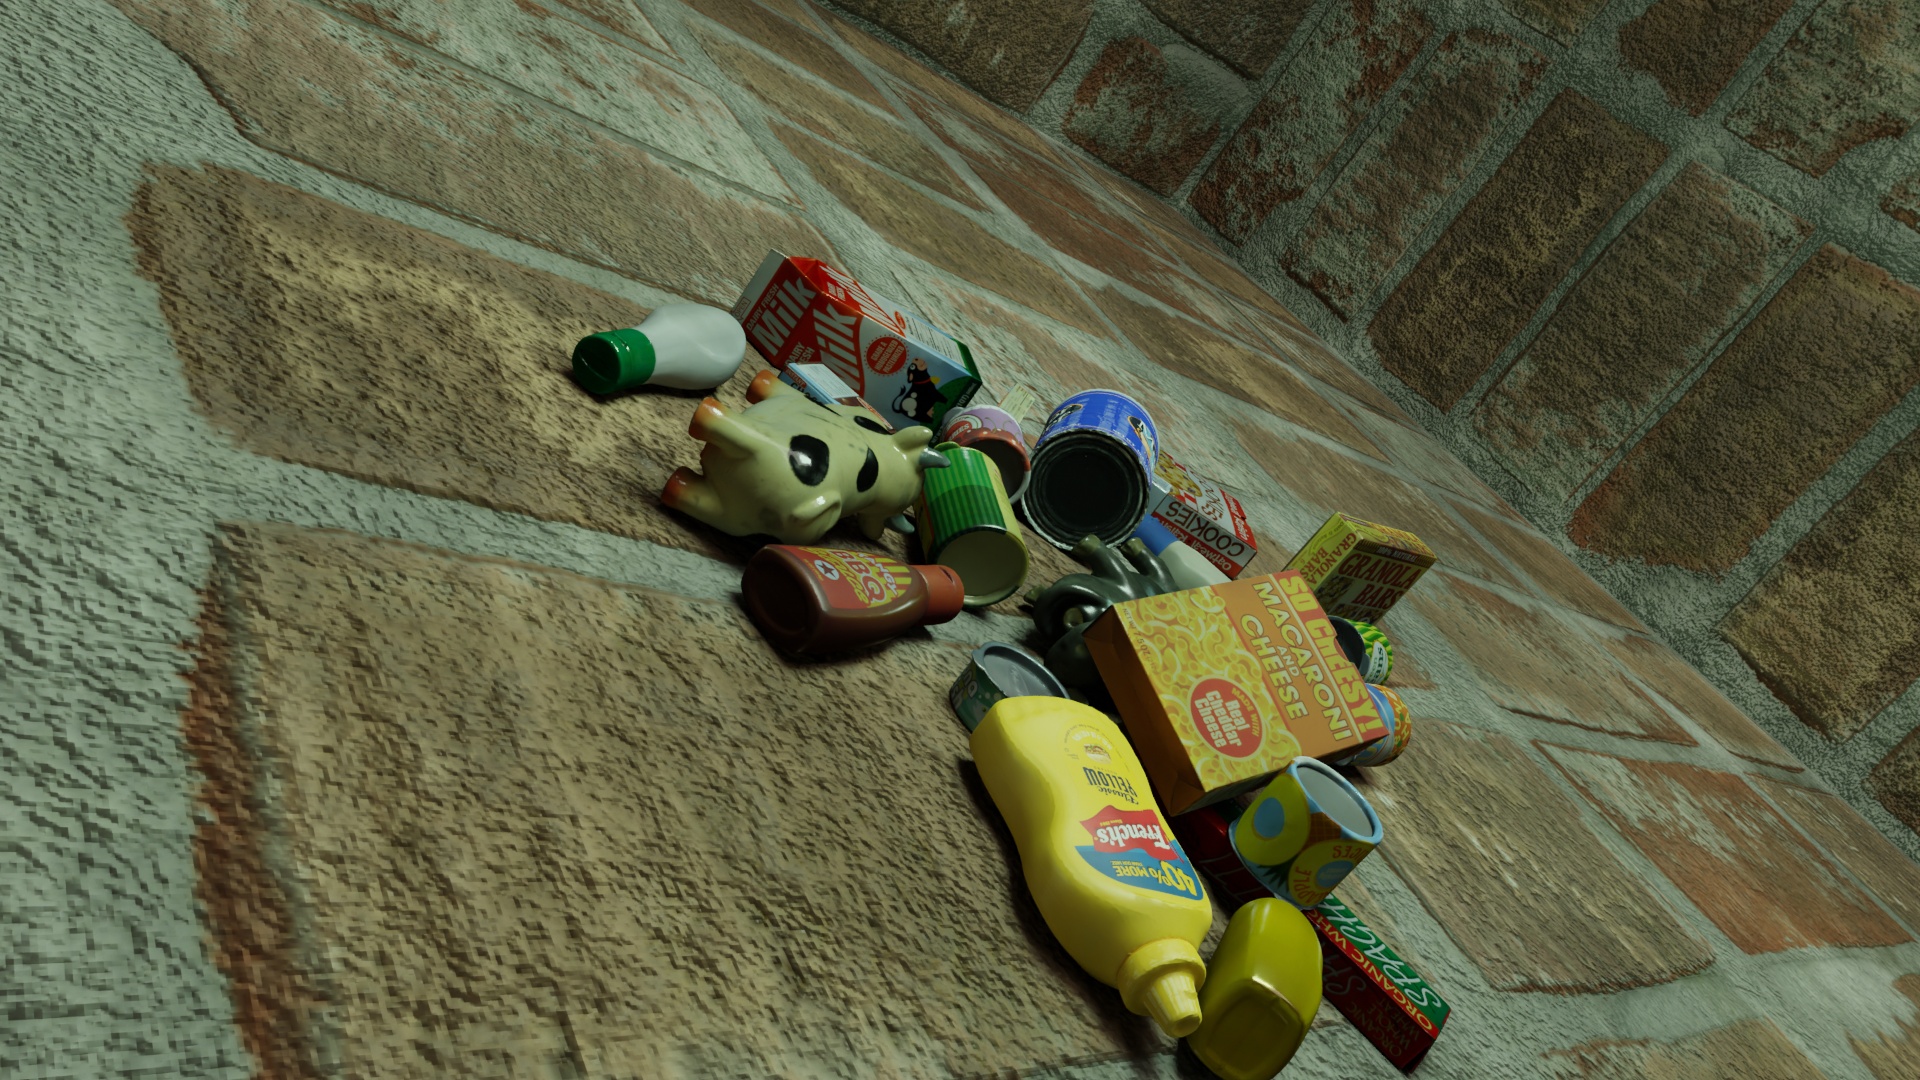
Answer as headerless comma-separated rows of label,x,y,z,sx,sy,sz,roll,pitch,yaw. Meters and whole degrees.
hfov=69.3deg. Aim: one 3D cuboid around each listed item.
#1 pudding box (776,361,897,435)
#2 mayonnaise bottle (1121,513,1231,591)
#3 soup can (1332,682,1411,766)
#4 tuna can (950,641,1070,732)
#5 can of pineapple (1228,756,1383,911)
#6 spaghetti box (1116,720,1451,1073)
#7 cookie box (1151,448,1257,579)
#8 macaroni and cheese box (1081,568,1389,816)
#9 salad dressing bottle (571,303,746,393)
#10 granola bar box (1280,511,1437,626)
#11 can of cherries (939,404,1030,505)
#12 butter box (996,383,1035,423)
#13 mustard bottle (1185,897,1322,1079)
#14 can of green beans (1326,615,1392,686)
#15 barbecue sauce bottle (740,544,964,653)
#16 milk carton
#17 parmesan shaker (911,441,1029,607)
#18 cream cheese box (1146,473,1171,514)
pudding box,-0.092,-0.094,1.007,0.084,0.030,0.050,42,21,13
mayonnaise bottle,0.198,0.037,1.164,0.148,0.041,0.065,44,21,22
soup can,0.299,0.143,1.067,0.084,0.071,0.071,13,31,-46
tuna can,0.027,0.091,0.803,0.071,0.032,0.071,31,22,-14
can of pineapple,0.197,0.167,0.789,0.071,0.057,0.071,30,23,-14
spaghetti box,0.179,0.200,0.816,0.250,0.028,0.050,44,23,19
cookie box,0.202,-0.044,1.336,0.167,0.040,0.123,32,22,-11
macaroni and cheese box,0.171,0.088,0.850,0.167,0.040,0.124,-9,63,-35
salad dressing bottle,-0.193,-0.122,0.897,0.064,0.043,0.148,41,23,7
granola bar box,0.353,0.040,1.278,0.166,0.123,0.039,10,34,-49
can of cherries,0.016,-0.064,1.062,0.071,0.071,0.058,29,24,-19
butter box,0.032,-0.096,1.169,0.024,0.053,0.104,39,22,-3
mustard bottle,0.154,0.216,0.702,0.049,0.065,0.160,37,16,11
can of green beans,0.331,0.101,1.199,0.058,0.071,0.071,12,32,-48
barbecue sauce bottle,-0.054,0.032,0.788,0.065,0.043,0.149,46,23,26
milk carton,-0.084,-0.155,1.090,0.190,0.072,0.074,27,23,-25
parmesan shaker,0.003,-0.012,0.930,0.071,0.071,0.103,27,24,-24
cream cheese box,0.132,-0.058,1.240,0.104,0.053,0.024,38,23,6
